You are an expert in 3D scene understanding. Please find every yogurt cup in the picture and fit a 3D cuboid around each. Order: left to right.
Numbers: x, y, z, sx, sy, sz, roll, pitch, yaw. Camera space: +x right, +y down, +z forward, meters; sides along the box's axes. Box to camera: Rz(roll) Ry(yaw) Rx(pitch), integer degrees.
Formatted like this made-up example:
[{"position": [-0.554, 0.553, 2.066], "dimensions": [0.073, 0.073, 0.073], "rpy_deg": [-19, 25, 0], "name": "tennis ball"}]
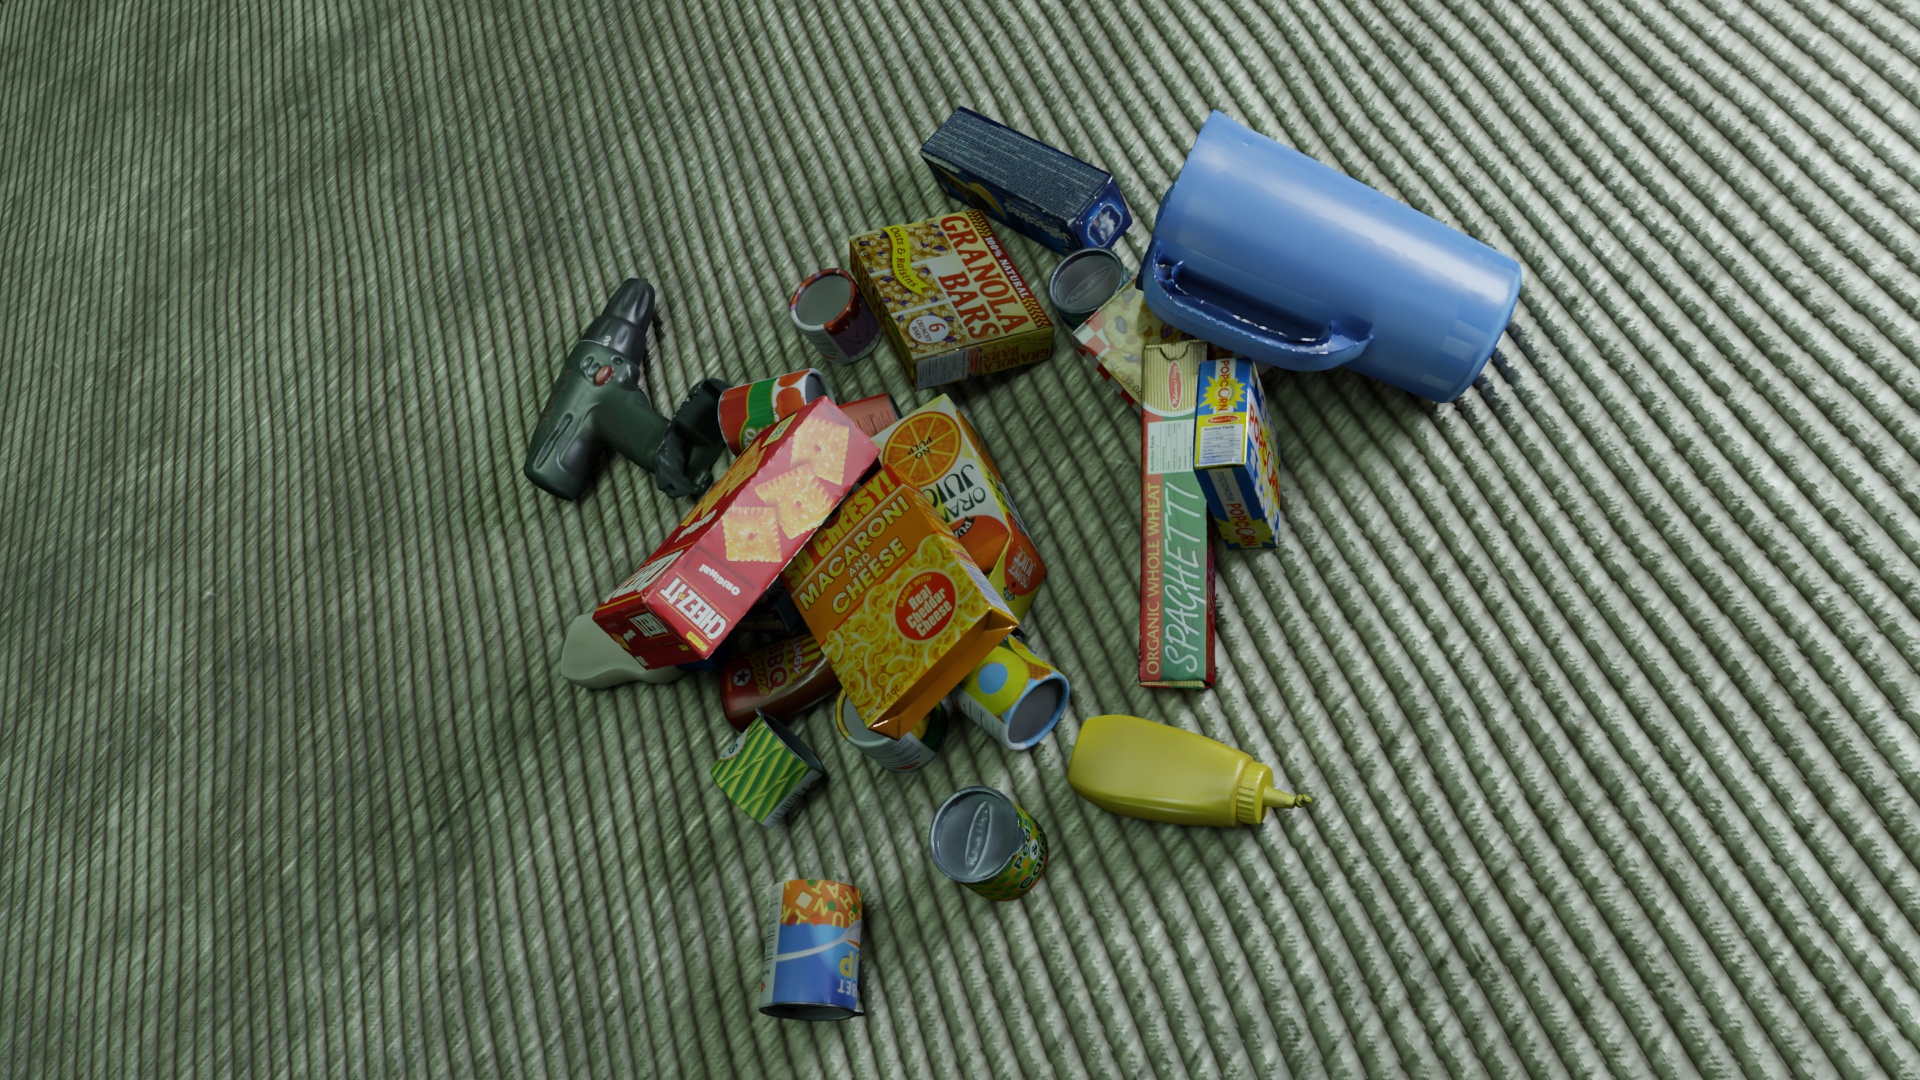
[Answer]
[{"position": [-0.074, -0.089, 1.155], "dimensions": [0.054, 0.072, 0.073], "rpy_deg": [-22, 56, 5], "name": "yogurt cup"}]

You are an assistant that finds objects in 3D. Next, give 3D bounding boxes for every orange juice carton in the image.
[{"position": [0.004, -0.013, 1.068], "dimensions": [0.073, 0.071, 0.193], "rpy_deg": [-31, 54, 9], "name": "orange juice carton"}]

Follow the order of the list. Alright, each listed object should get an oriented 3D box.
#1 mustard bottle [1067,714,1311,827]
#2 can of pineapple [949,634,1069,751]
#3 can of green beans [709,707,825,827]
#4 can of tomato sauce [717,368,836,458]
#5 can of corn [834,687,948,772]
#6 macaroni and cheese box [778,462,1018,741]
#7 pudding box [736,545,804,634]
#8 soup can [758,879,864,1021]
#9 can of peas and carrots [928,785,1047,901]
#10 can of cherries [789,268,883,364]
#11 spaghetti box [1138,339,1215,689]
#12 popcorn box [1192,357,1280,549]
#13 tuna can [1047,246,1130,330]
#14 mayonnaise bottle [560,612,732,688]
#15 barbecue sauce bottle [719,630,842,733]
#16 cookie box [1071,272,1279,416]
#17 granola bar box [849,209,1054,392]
[{"position": [0.152, 0.158, 0.914], "dimensions": [0.160, 0.048, 0.065], "rpy_deg": [9, 68, 29], "name": "mustard bottle"}, {"position": [0.036, 0.106, 0.990], "dimensions": [0.058, 0.071, 0.071], "rpy_deg": [36, 83, 35], "name": "can of pineapple"}, {"position": [-0.145, 0.172, 1.044], "dimensions": [0.058, 0.071, 0.071], "rpy_deg": [-46, 54, -2], "name": "can of green beans"}, {"position": [-0.157, -0.107, 1.204], "dimensions": [0.083, 0.071, 0.071], "rpy_deg": [-11, 59, 20], "name": "can of tomato sauce"}, {"position": [-0.051, 0.128, 1.026], "dimensions": [0.071, 0.058, 0.071], "rpy_deg": [-12, 59, 21], "name": "can of corn"}, {"position": [-0.050, 0.040, 1.000], "dimensions": [0.123, 0.040, 0.167], "rpy_deg": [-45, 51, 10], "name": "macaroni and cheese box"}, {"position": [-0.144, 0.038, 1.121], "dimensions": [0.049, 0.030, 0.084], "rpy_deg": [1, 40, 27], "name": "pudding box"}, {"position": [-0.100, 0.284, 0.961], "dimensions": [0.071, 0.071, 0.084], "rpy_deg": [-10, 59, 22], "name": "soup can"}, {"position": [0.022, 0.207, 0.946], "dimensions": [0.071, 0.058, 0.071], "rpy_deg": [-11, 60, 20], "name": "can of peas and carrots"}, {"position": [-0.109, -0.202, 1.236], "dimensions": [0.071, 0.058, 0.072], "rpy_deg": [-12, 60, 21], "name": "can of cherries"}, {"position": [0.154, -0.019, 0.985], "dimensions": [0.050, 0.028, 0.250], "rpy_deg": [-3, 77, 24], "name": "spaghetti box"}, {"position": [0.194, -0.058, 0.965], "dimensions": [0.038, 0.126, 0.085], "rpy_deg": [-3, 63, 21], "name": "popcorn box"}, {"position": [0.109, -0.205, 1.145], "dimensions": [0.071, 0.032, 0.071], "rpy_deg": [-12, 59, 21], "name": "tuna can"}, {"position": [-0.263, 0.092, 1.163], "dimensions": [0.148, 0.041, 0.065], "rpy_deg": [-2, 63, 24], "name": "mayonnaise bottle"}, {"position": [-0.115, 0.097, 1.083], "dimensions": [0.148, 0.043, 0.065], "rpy_deg": [-23, 47, 13], "name": "barbecue sauce bottle"}, {"position": [0.187, -0.165, 1.050], "dimensions": [0.167, 0.040, 0.123], "rpy_deg": [-42, 81, 0], "name": "cookie box"}, {"position": [-0.010, -0.207, 1.171], "dimensions": [0.124, 0.038, 0.166], "rpy_deg": [-16, 53, -15], "name": "granola bar box"}]
